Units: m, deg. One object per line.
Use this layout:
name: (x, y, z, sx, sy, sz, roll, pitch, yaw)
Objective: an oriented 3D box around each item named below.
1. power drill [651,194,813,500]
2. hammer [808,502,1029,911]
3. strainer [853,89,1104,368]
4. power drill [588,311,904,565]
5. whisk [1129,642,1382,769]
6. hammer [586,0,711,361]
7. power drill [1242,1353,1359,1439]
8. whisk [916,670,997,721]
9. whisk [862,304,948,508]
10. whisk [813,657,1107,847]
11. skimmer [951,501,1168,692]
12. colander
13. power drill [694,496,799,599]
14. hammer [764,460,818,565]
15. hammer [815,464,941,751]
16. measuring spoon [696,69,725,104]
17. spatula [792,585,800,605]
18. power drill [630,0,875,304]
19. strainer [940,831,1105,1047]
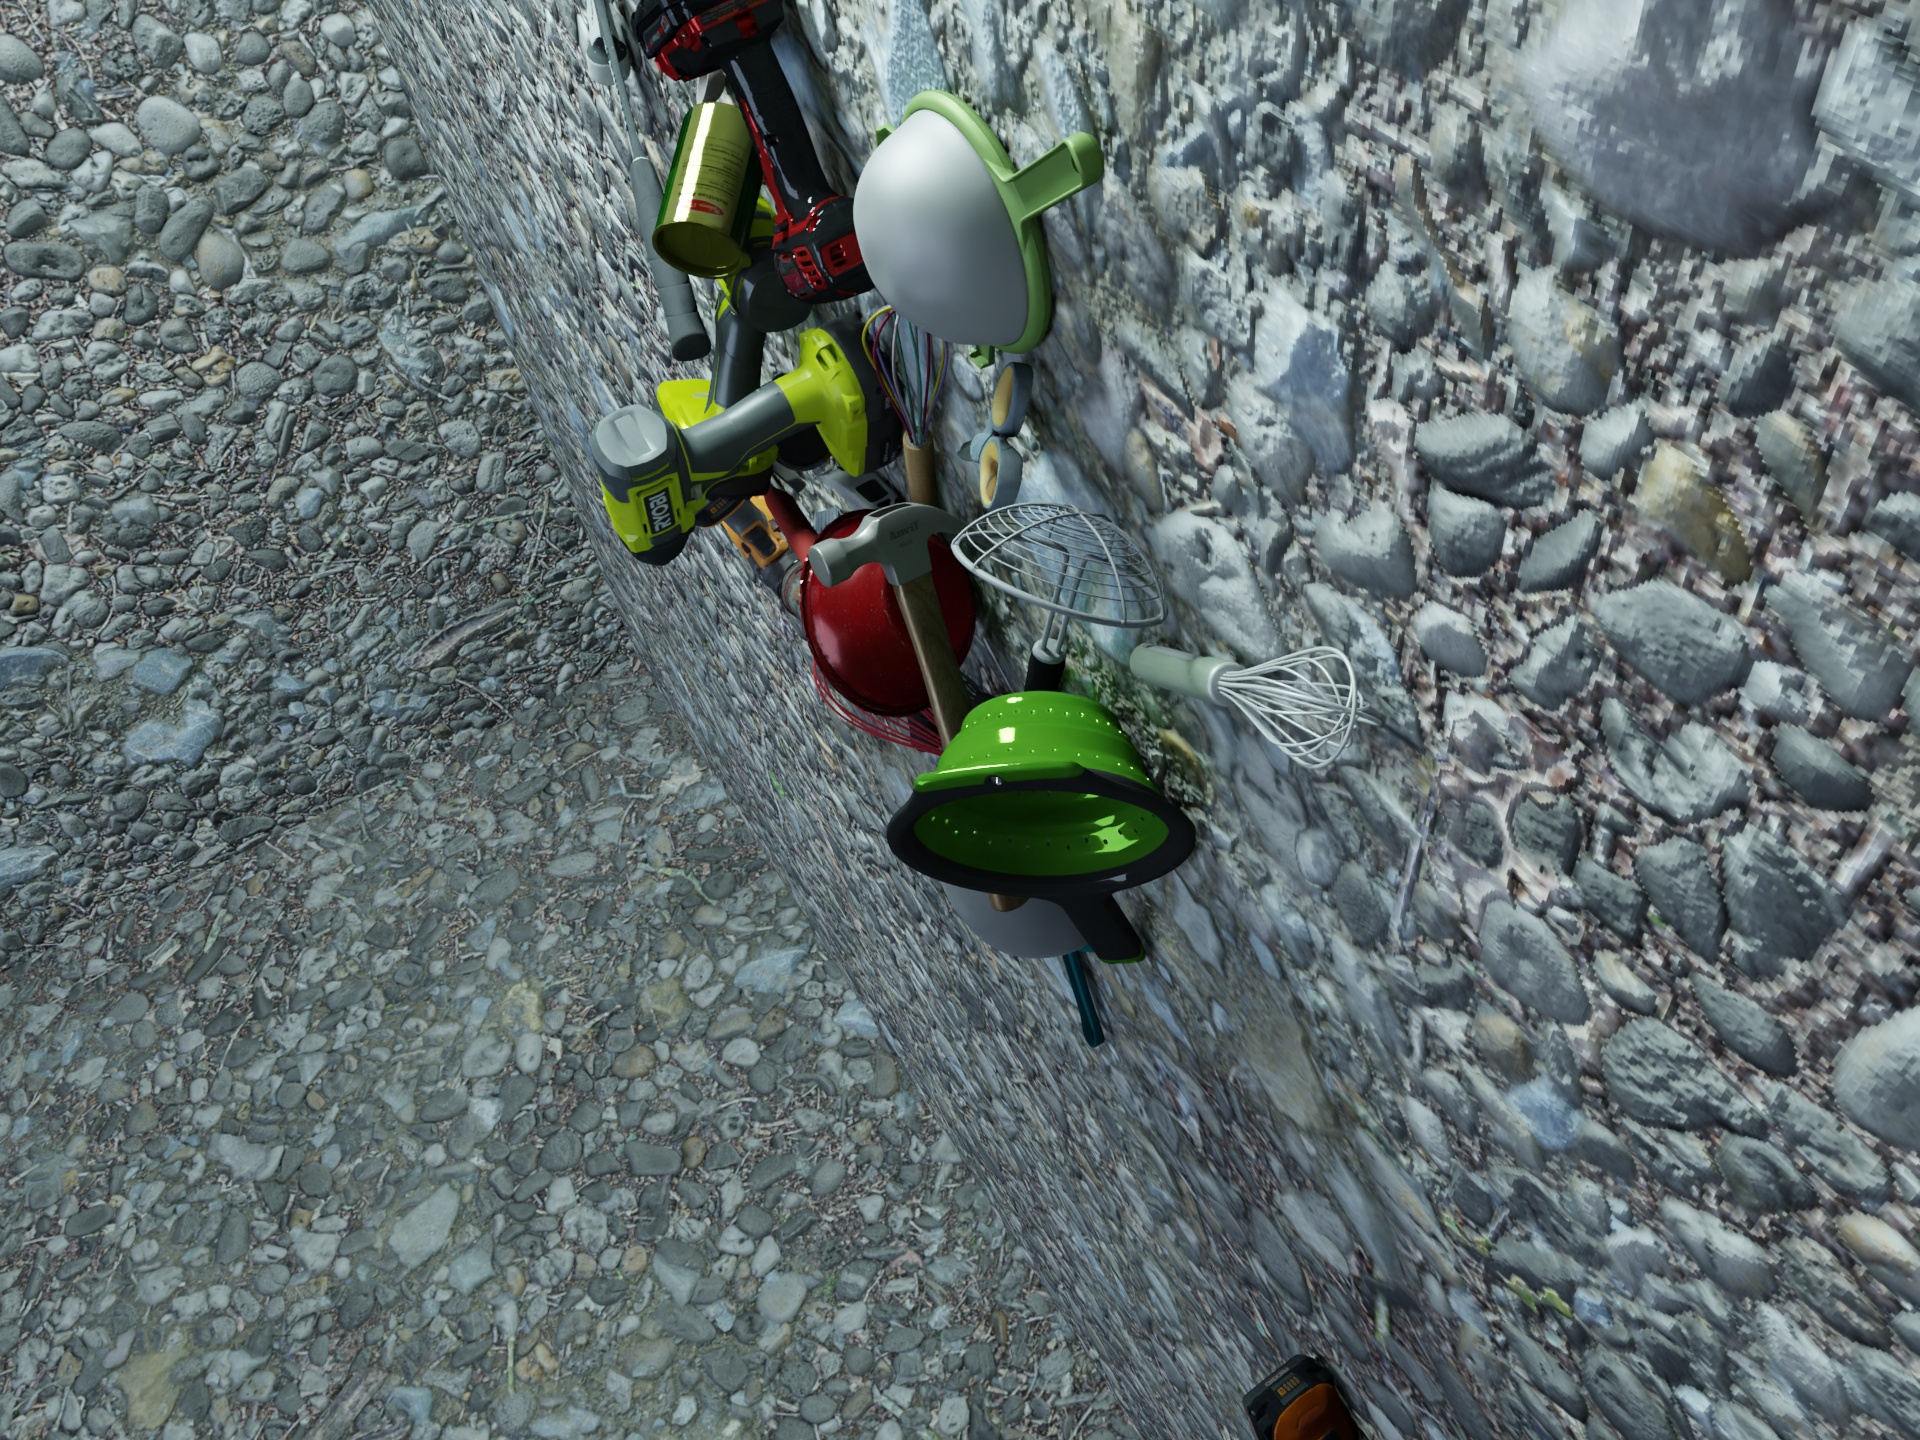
power drill: (-0.188, -0.310, 1.263, 0.191, 0.080, 0.228, 59, 144, 39)
hammer: (-0.002, -0.004, 1.165, 0.031, 0.130, 0.331, 26, 139, 56)
strainer: (0.000, -0.258, 0.834, 0.151, 0.069, 0.256, 65, 167, -13)
power drill: (-0.158, -0.199, 1.179, 0.080, 0.223, 0.171, 57, 165, 18)
whisk: (0.146, -0.019, 0.844, 0.246, 0.057, 0.059, -153, 72, -71)
hammer: (-0.248, -0.440, 1.235, 0.149, 0.036, 0.409, 96, 158, -61)
power drill: (0.338, 0.639, 1.329, 0.227, 0.084, 0.164, 31, 146, 56)
whisk: (0.016, -0.009, 1.295, 0.239, 0.055, 0.055, 22, 139, 62)
whisk: (-0.035, -0.210, 1.105, 0.051, 0.047, 0.244, 54, 167, 22)
whisk: (-0.002, 0.022, 1.252, 0.296, 0.073, 0.073, 36, 160, 10)
skimmer: (0.052, -0.042, 1.017, 0.127, 0.090, 0.363, 20, 162, 4)
colander: (0.078, 0.078, 1.142, 0.396, 0.204, 0.095, 55, -148, -58)
power drill: (-0.220, -0.200, 1.607, 0.186, 0.084, 0.226, 54, -176, 29)
hammer: (-0.143, -0.172, 1.373, 0.149, 0.036, 0.359, 43, -172, -38)
hammer: (-0.055, -0.087, 1.421, 0.146, 0.035, 0.334, 50, 162, 36)
measuring spoon: (-0.190, -0.428, 1.186, 0.034, 0.018, 0.124, -132, 48, -60)
spatula: (-0.095, -0.065, 1.423, 0.315, 0.018, 0.060, 48, -145, -72)
power drill: (-0.125, -0.378, 1.043, 0.219, 0.078, 0.143, 63, 166, -18)
strainer: (0.051, 0.183, 1.430, 0.211, 0.095, 0.340, 39, 152, 57)
